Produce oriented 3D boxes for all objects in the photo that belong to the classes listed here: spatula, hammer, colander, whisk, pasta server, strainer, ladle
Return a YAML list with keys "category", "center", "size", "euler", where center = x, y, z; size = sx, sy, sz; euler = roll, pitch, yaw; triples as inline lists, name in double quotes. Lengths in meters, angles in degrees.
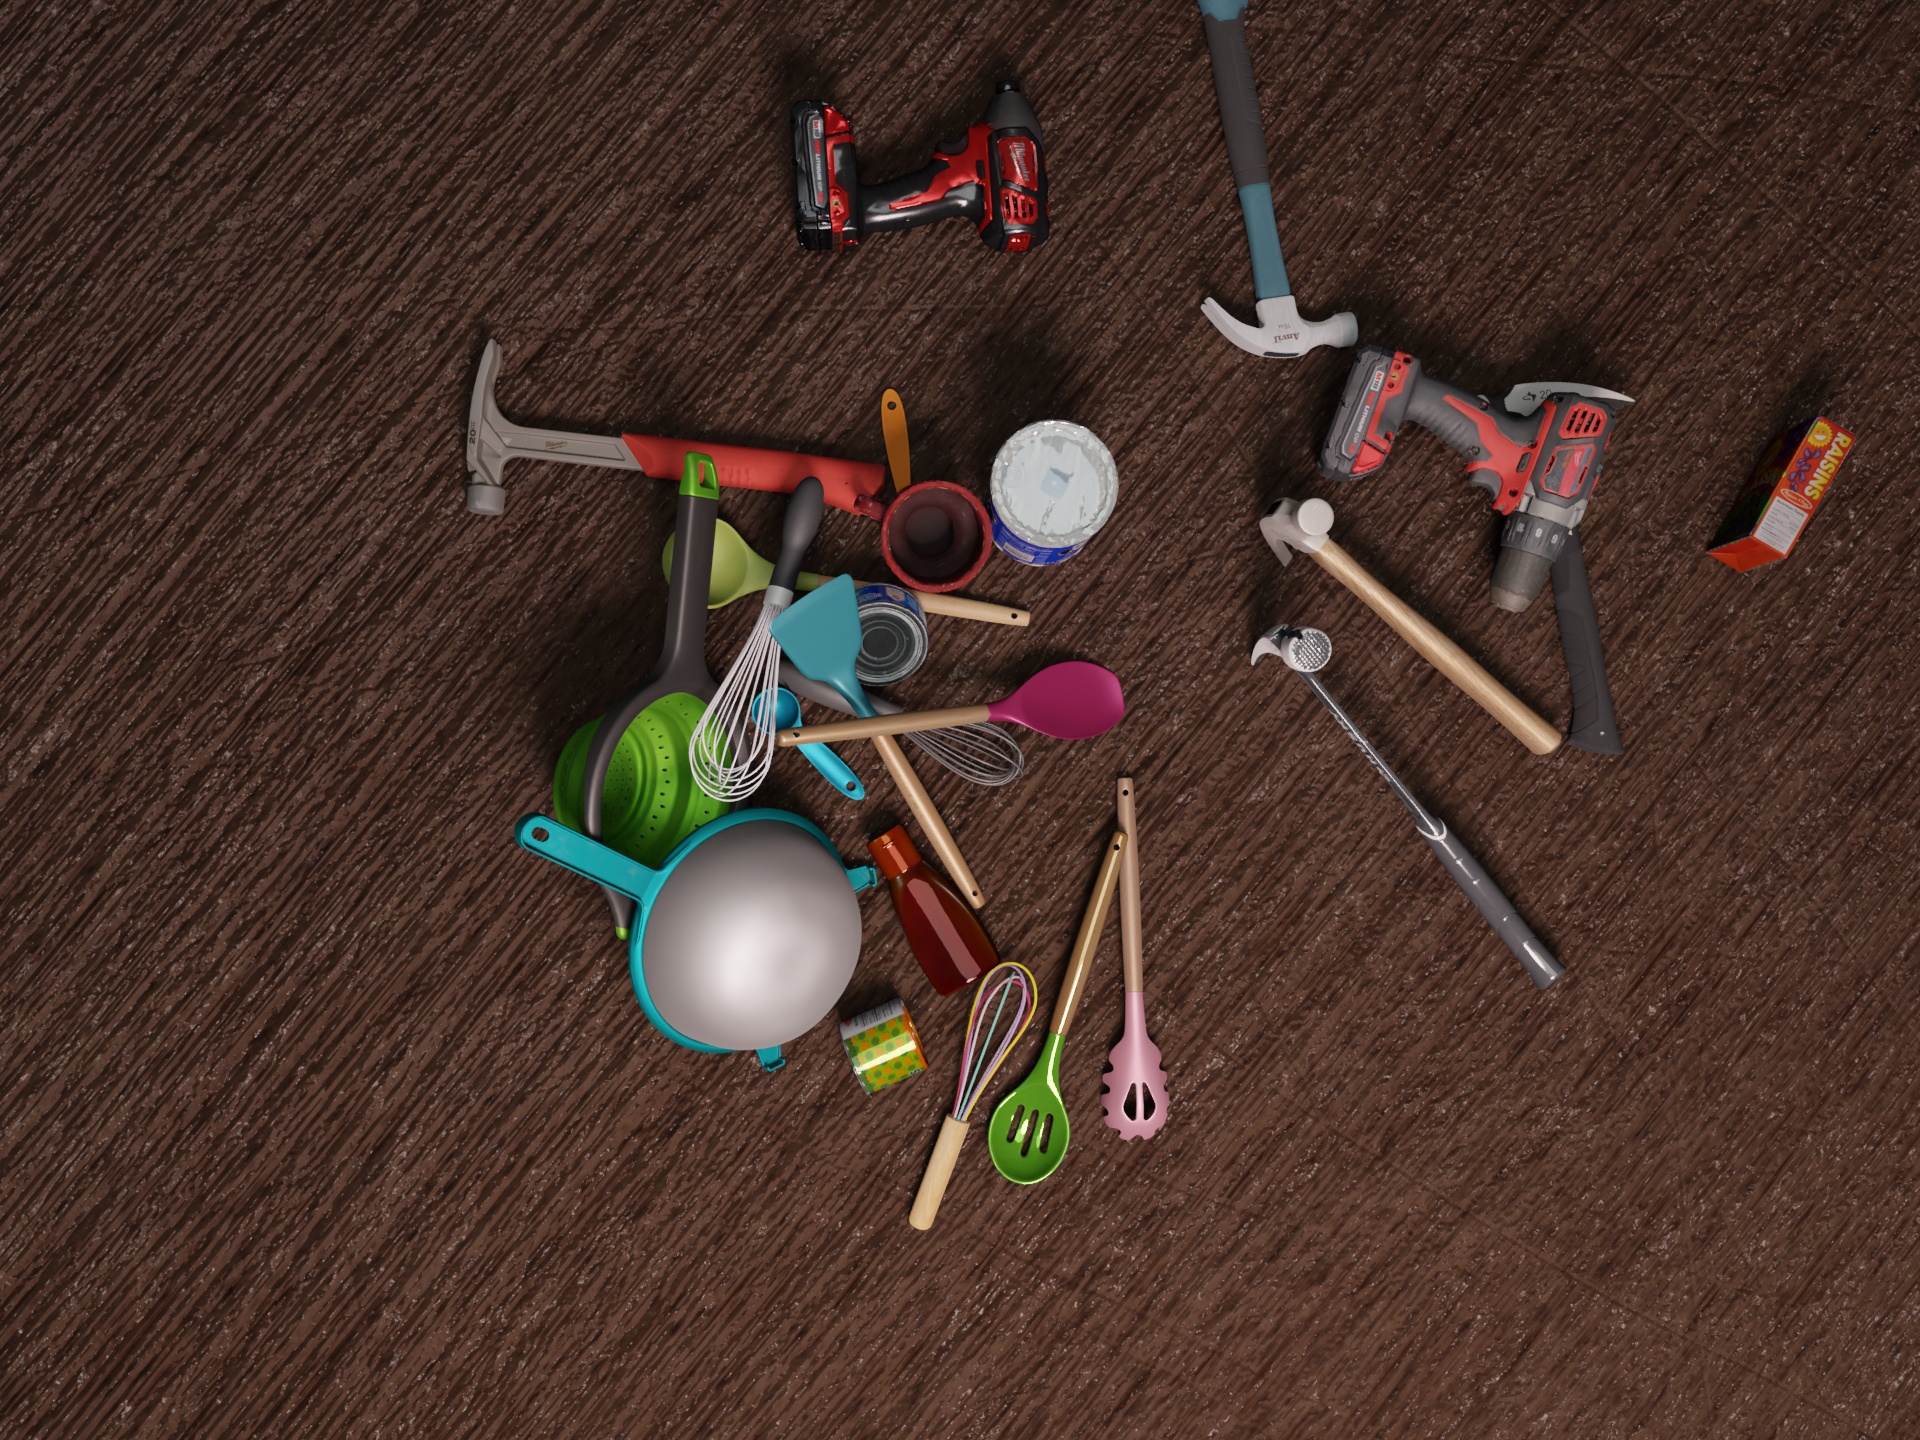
- category: "spatula"
  center: [-0.056, 0.030, 1.339]
  size: [0.082, 0.044, 0.317]
  euler: [-35, 106, -18]
- category: "hammer"
  center: [0.388, 0.076, 1.361]
  size: [0.036, 0.149, 0.409]
  euler: [-41, 99, -1]
- category: "colander"
  center: [-0.261, -0.024, 1.316]
  size: [0.094, 0.204, 0.397]
  euler: [8, 95, 30]
- category: "whisk"
  center: [-0.159, -0.070, 1.316]
  size: [0.070, 0.070, 0.285]
  euler: [16, 79, -1]
- category: "hammer"
  center: [-0.244, -0.235, 1.378]
  size: [0.359, 0.036, 0.149]
  euler: [6, 89, -1]
- category: "hammer"
  center: [0.540, -0.133, 1.399]
  size: [0.146, 0.035, 0.335]
  euler: [-10, 89, -1]
- category: "hammer"
  center: [0.257, -0.482, 1.399]
  size: [0.128, 0.033, 0.331]
  euler: [-10, 89, -3]
- category: "hammer"
  center: [0.388, -0.079, 1.366]
  size: [0.331, 0.130, 0.031]
  euler: [38, 88, -11]
- category: "pasta server"
  center: [0.149, 0.208, 1.388]
  size: [0.060, 0.040, 0.316]
  euler: [-2, 85, -2]
- category: "whisk"
  center: [-0.055, -0.002, 1.375]
  size: [0.239, 0.055, 0.055]
  euler: [22, 88, 2]
- category: "strainer"
  center: [-0.194, 0.156, 1.248]
  size: [0.340, 0.095, 0.211]
  euler: [34, 79, -41]
- category: "whisk"
  center: [0.009, 0.325, 1.373]
  size: [0.047, 0.051, 0.245]
  euler: [20, 91, -7]
- category: "ladle"
  center: [-0.096, -0.115, 1.371]
  size: [0.320, 0.062, 0.078]
  euler: [9, 89, -4]

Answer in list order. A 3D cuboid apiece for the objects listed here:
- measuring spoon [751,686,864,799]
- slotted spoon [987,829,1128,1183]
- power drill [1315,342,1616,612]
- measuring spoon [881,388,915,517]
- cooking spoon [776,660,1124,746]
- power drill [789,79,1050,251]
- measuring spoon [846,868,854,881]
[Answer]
- category: "measuring spoon"
  center: [-0.130, 0.021, 1.390]
  size: [0.042, 0.021, 0.128]
  euler: [-43, 99, 3]
- category: "slotted spoon"
  center: [0.094, 0.246, 1.376]
  size: [0.070, 0.031, 0.314]
  euler: [17, 90, 8]
- category: "power drill"
  center: [0.421, -0.210, 1.356]
  size: [0.227, 0.080, 0.188]
  euler: [20, 98, 7]
- category: "measuring spoon"
  center: [-0.055, -0.234, 1.398]
  size: [0.021, 0.011, 0.117]
  euler: [-8, 86, -5]
- category: "cooking spoon"
  center: [-0.002, -0.004, 1.338]
  size: [0.318, 0.017, 0.069]
  euler: [-7, 83, -24]
- category: "power drill"
  center: [-0.034, -0.477, 1.371]
  size: [0.219, 0.078, 0.143]
  euler: [-3, 89, -4]
- category: "measuring spoon"
  center: [-0.154, 0.147, 1.387]
  size: [0.124, 0.018, 0.034]
  euler: [-11, 87, -9]
